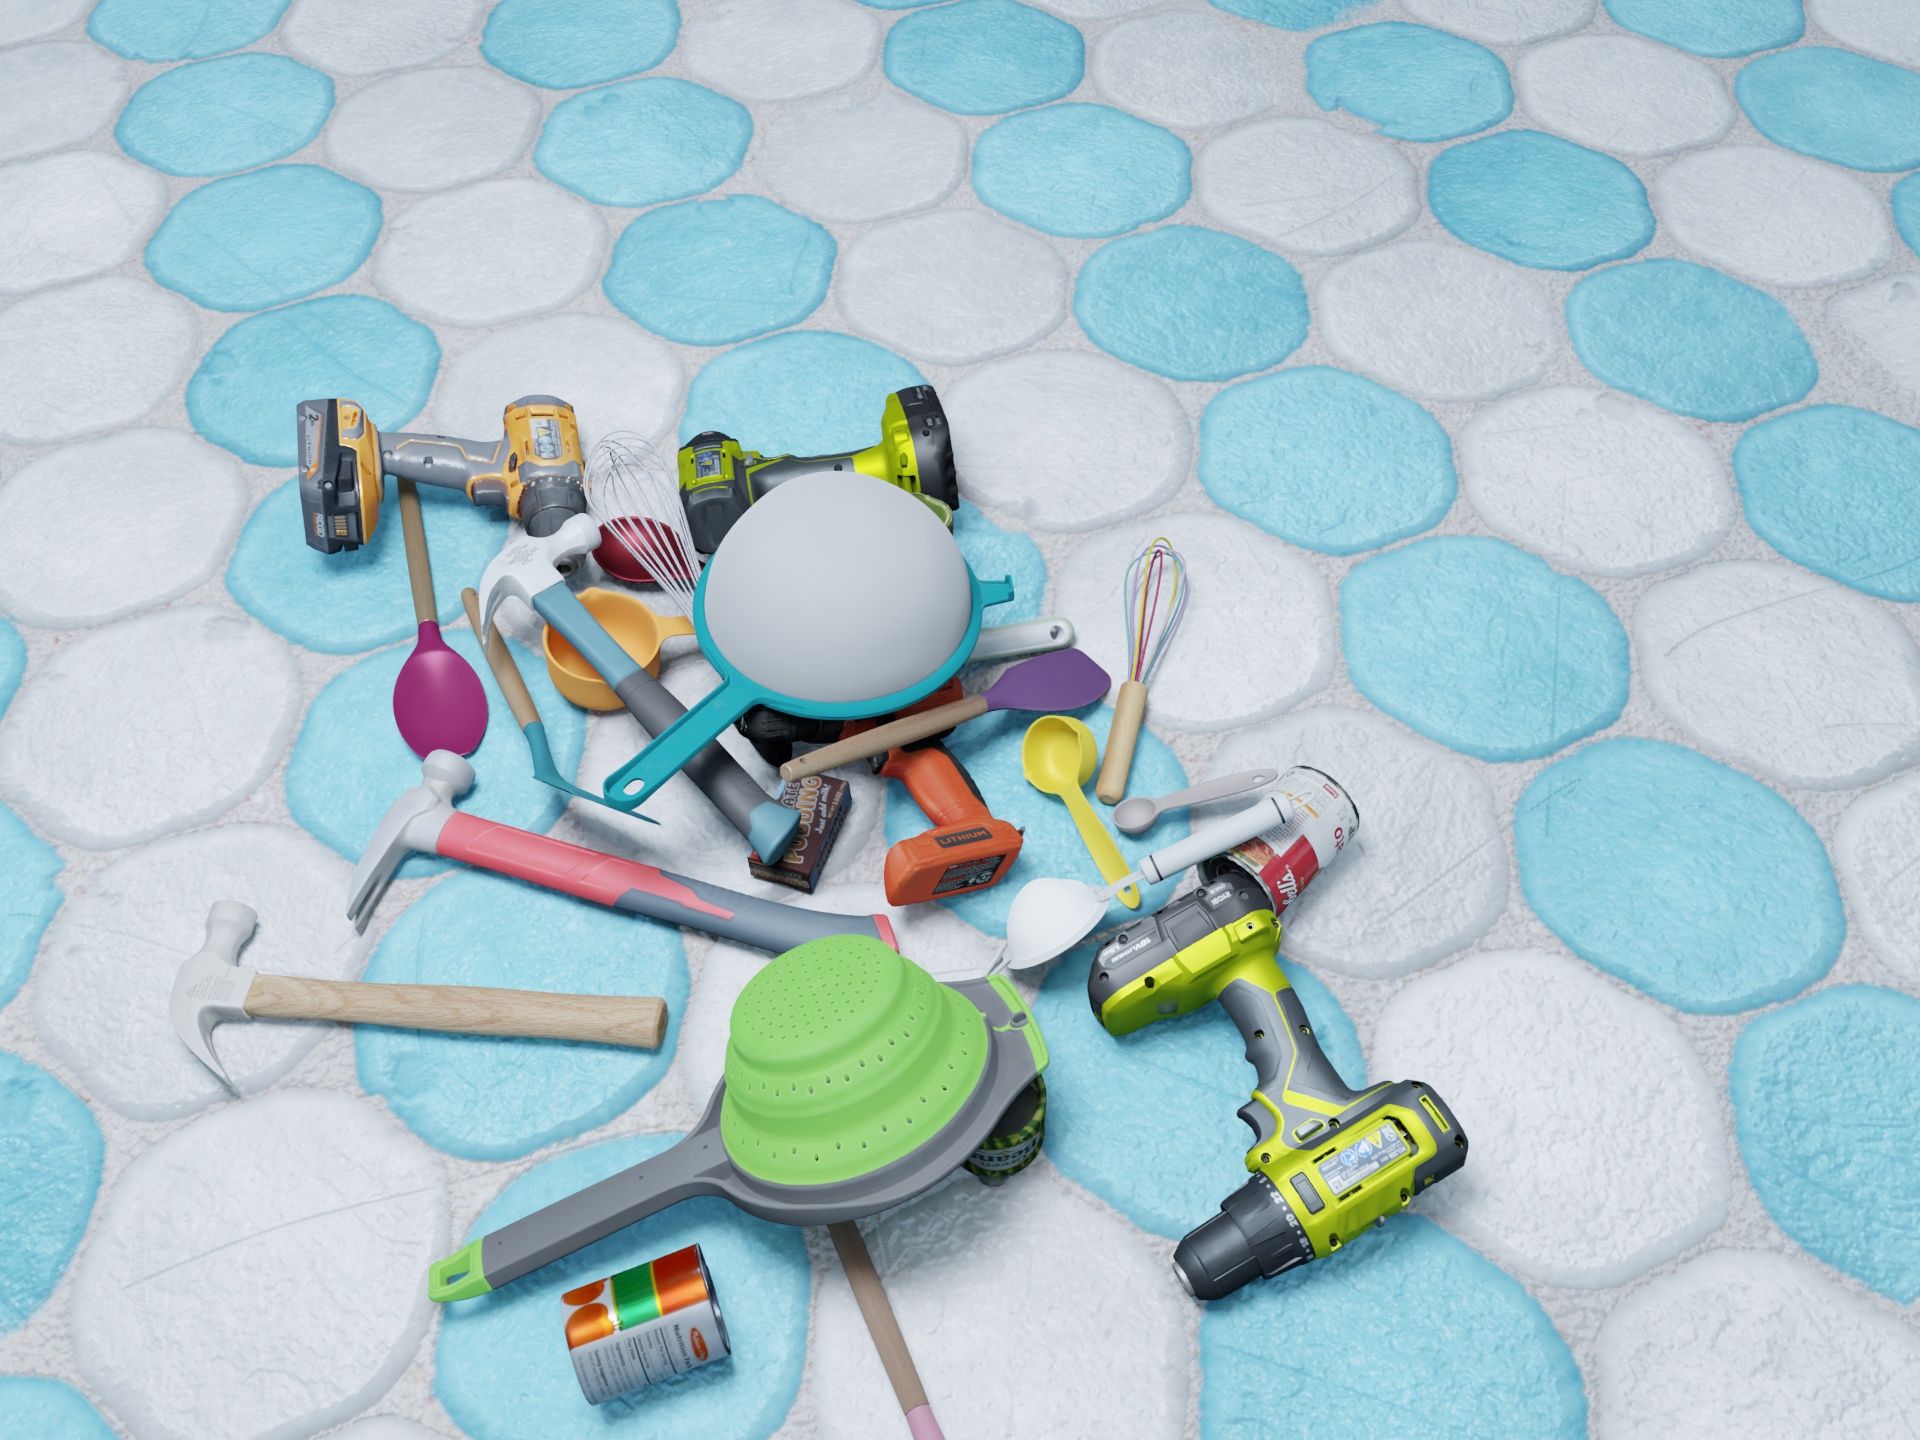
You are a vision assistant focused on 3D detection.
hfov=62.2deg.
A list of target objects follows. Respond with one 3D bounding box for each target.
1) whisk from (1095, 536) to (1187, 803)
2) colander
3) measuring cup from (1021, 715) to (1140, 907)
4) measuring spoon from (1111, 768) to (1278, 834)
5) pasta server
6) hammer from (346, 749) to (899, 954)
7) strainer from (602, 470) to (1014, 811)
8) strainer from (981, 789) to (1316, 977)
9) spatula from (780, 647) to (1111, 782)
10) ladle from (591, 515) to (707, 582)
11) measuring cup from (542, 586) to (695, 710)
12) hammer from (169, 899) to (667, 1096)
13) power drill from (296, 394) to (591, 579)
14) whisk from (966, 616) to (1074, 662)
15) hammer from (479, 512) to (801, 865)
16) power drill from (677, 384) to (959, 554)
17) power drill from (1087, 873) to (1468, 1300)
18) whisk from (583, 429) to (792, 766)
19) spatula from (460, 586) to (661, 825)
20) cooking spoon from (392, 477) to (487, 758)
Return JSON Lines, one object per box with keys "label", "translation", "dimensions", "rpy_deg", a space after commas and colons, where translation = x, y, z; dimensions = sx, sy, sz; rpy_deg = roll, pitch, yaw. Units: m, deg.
{"label": "whisk", "translation": [0.136, -0.044, 1.226], "dimensions": [0.051, 0.047, 0.245], "rpy_deg": [12, 58, 8]}
{"label": "colander", "translation": [-0.148, 0.230, 0.958], "dimensions": [0.397, 0.094, 0.205], "rpy_deg": [-24, 27, -6]}
{"label": "measuring cup", "translation": [0.096, 0.066, 1.152], "dimensions": [0.029, 0.062, 0.157], "rpy_deg": [-4, 59, -49]}
{"label": "measuring spoon", "translation": [0.171, 0.060, 1.151], "dimensions": [0.124, 0.018, 0.034], "rpy_deg": [-16, 34, 3]}
{"label": "pasta server", "translation": [-0.036, 0.381, 0.931], "dimensions": [0.060, 0.040, 0.317], "rpy_deg": [-20, 52, -14]}
{"label": "hammer", "translation": [-0.230, 0.130, 1.106], "dimensions": [0.386, 0.038, 0.143], "rpy_deg": [14, 57, 11]}
{"label": "strainer", "translation": [-0.124, -0.071, 1.093], "dimensions": [0.211, 0.095, 0.340], "rpy_deg": [31, 54, 20]}
{"label": "strainer", "translation": [0.120, 0.102, 1.071], "dimensions": [0.258, 0.050, 0.087], "rpy_deg": [-26, 16, 5]}
{"label": "spatula", "translation": [-0.002, -0.004, 1.144], "dimensions": [0.316, 0.018, 0.060], "rpy_deg": [-19, 52, -41]}
{"label": "ladle", "translation": [-0.160, -0.106, 1.253], "dimensions": [0.315, 0.031, 0.069], "rpy_deg": [17, 53, 25]}
{"label": "measuring cup", "translation": [-0.235, -0.056, 1.236], "dimensions": [0.173, 0.052, 0.095], "rpy_deg": [-8, 57, -18]}
{"label": "hammer", "translation": [-0.363, 0.194, 1.065], "dimensions": [0.331, 0.031, 0.130], "rpy_deg": [4, 54, 3]}
{"label": "power drill", "translation": [-0.416, -0.186, 1.299], "dimensions": [0.226, 0.084, 0.186], "rpy_deg": [-4, 54, -20]}
{"label": "whisk", "translation": [-0.029, -0.052, 1.228], "dimensions": [0.246, 0.059, 0.058], "rpy_deg": [-10, 94, -13]}
{"label": "hammer", "translation": [-0.230, -0.020, 1.157], "dimensions": [0.128, 0.033, 0.331], "rpy_deg": [-34, 67, -30]}
{"label": "power drill", "translation": [-0.122, -0.212, 1.316], "dimensions": [0.223, 0.080, 0.171], "rpy_deg": [-10, 33, -4]}
{"label": "power drill", "translation": [0.176, 0.231, 1.003], "dimensions": [0.190, 0.080, 0.229], "rpy_deg": [-29, 61, -7]}
{"label": "whisk", "translation": [-0.199, -0.091, 1.195], "dimensions": [0.070, 0.070, 0.284], "rpy_deg": [-29, 87, -19]}
{"label": "spatula", "translation": [-0.319, -0.017, 1.188], "dimensions": [0.044, 0.082, 0.318], "rpy_deg": [-49, 49, 12]}
{"label": "cooking spoon", "translation": [-0.432, -0.094, 1.282], "dimensions": [0.068, 0.017, 0.319], "rpy_deg": [-9, 54, -17]}
